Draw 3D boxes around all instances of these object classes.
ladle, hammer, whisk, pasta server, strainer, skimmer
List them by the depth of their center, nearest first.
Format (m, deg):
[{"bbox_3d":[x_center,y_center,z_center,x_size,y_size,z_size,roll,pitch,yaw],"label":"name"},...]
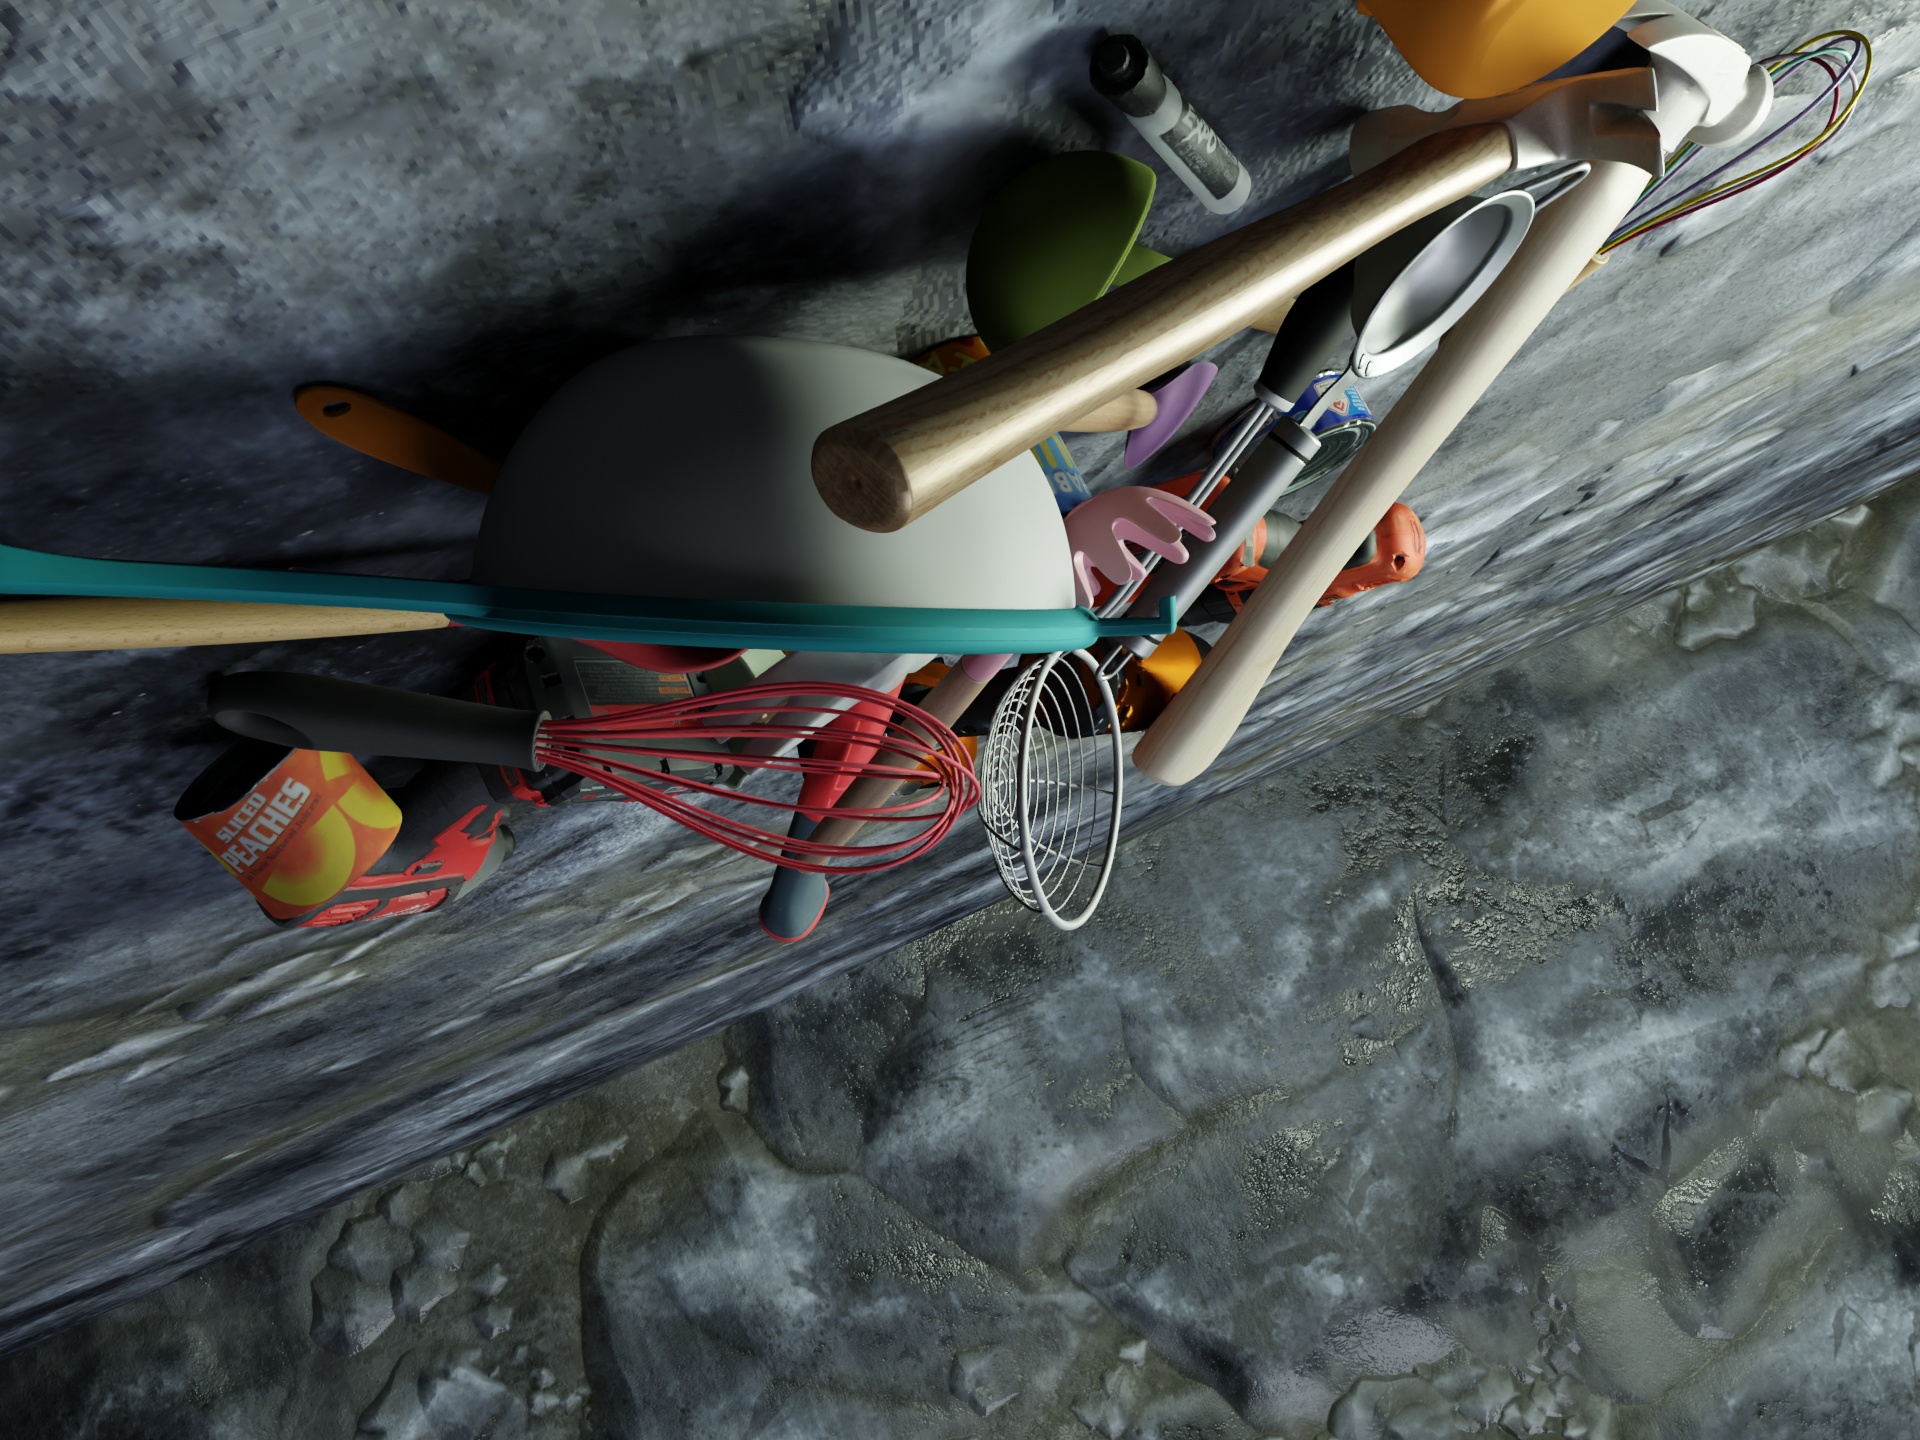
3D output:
[{"bbox_3d":[0.091,-0.133,0.462,0.331,0.031,0.130,-34,-153,-33],"label":"hammer"},{"bbox_3d":[-0.109,-0.074,0.477,0.340,0.095,0.211,0,-173,-37],"label":"strainer"},{"bbox_3d":[-0.205,-0.038,0.557,0.315,0.069,0.031,-7,159,-40],"label":"ladle"},{"bbox_3d":[-0.139,0.011,0.602,0.296,0.073,0.073,7,166,2],"label":"whisk"},{"bbox_3d":[0.131,-0.115,0.607,0.258,0.050,0.086,-52,158,14],"label":"strainer"},{"bbox_3d":[0.099,-0.162,0.622,0.078,0.062,0.320,-52,159,26],"label":"ladle"},{"bbox_3d":[-0.001,-0.002,0.671,0.060,0.040,0.316,-28,167,-41],"label":"pasta server"},{"bbox_3d":[0.118,-0.070,0.675,0.363,0.090,0.127,-55,165,21],"label":"skimmer"},{"bbox_3d":[0.192,-0.121,0.719,0.146,0.038,0.410,-9,141,-49],"label":"hammer"},{"bbox_3d":[0.323,-0.240,0.767,0.051,0.047,0.245,-18,169,-35],"label":"whisk"},{"bbox_3d":[-0.081,0.050,0.825,0.143,0.038,0.386,-36,167,-26],"label":"hammer"}]

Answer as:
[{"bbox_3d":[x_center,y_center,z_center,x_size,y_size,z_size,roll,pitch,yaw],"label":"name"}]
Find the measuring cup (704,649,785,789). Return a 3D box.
[{"bbox_3d":[-0.146,-0.001,0.816,0.167,0.083,0.038,-15,-174,40],"label":"measuring cup"}]

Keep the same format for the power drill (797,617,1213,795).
[{"bbox_3d":[0.034,-0.010,0.913,0.226,0.084,0.164,-12,175,37],"label":"power drill"}]

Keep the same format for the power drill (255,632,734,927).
[{"bbox_3d":[-0.223,0.035,0.768,0.219,0.079,0.143,-28,167,28],"label":"power drill"}]

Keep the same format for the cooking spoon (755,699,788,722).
[{"bbox_3d":[0.001,-0.056,0.846,0.319,0.017,0.068,-28,173,-47],"label":"cooking spoon"}]

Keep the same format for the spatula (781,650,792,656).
[{"bbox_3d":[-0.094,-0.030,0.824,0.322,0.041,0.081,-31,178,30],"label":"spatula"}]

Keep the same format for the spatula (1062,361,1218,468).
[{"bbox_3d":[0.064,-0.122,0.630,0.059,0.018,0.316,-54,172,18],"label":"spatula"}]

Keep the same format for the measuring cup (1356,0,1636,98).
[{"bbox_3d":[0.195,-0.234,0.503,0.173,0.052,0.095,-11,158,-47],"label":"measuring cup"}]

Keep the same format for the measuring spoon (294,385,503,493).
[{"bbox_3d":[-0.170,-0.089,0.510,0.021,0.011,0.116,-27,164,15],"label":"measuring spoon"}]
